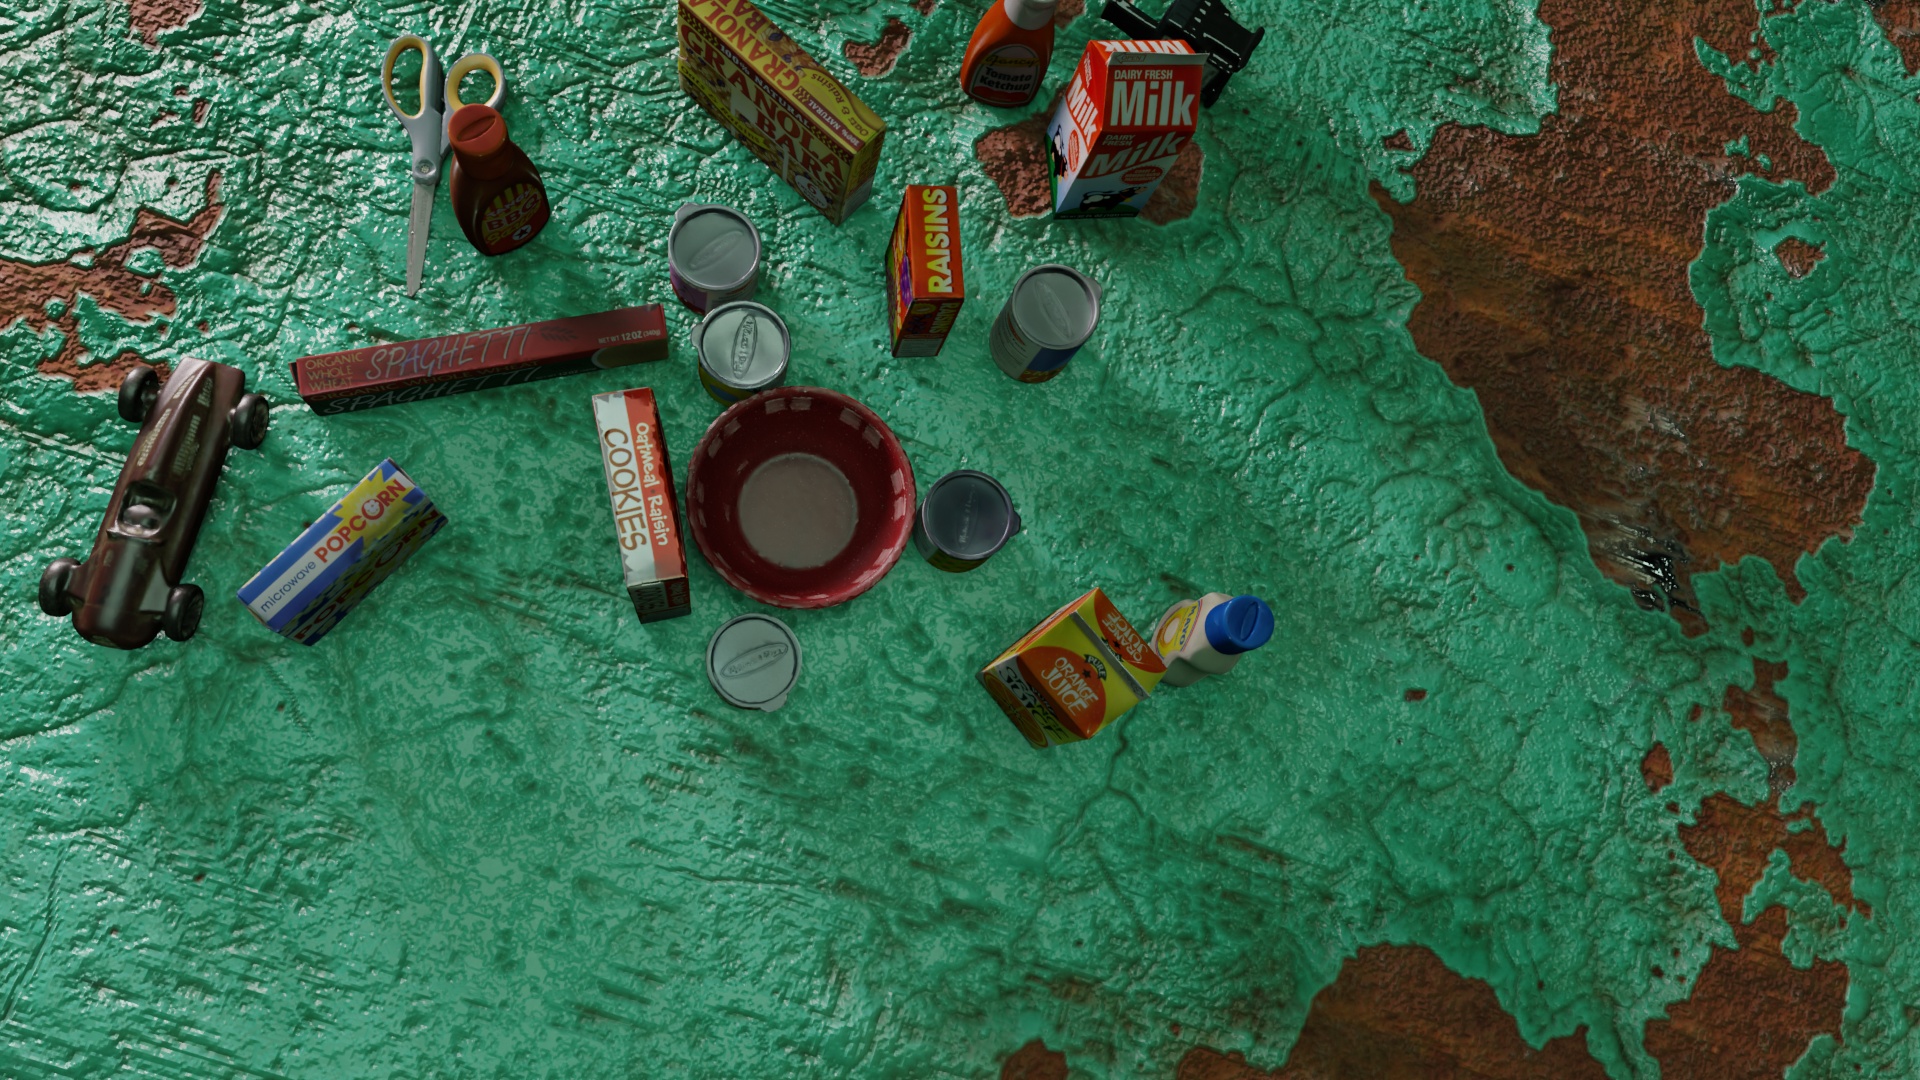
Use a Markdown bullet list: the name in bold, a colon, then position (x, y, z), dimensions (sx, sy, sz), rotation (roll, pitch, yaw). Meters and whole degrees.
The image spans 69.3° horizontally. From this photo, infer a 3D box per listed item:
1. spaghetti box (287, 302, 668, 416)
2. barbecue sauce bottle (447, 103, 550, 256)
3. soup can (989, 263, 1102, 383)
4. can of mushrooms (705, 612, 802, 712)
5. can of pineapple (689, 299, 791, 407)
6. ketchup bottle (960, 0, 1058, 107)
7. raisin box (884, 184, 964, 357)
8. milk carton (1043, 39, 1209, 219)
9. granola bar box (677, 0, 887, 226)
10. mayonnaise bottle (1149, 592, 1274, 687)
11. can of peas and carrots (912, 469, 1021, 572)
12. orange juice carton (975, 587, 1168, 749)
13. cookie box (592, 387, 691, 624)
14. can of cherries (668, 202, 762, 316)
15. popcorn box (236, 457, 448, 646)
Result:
- **spaghetti box**: position (-0.331, -0.127, 0.975), dimensions (0.250, 0.050, 0.029), rotation (-12, 81, -13)
- **barbecue sauce bottle**: position (-0.320, -0.248, 0.952), dimensions (0.065, 0.148, 0.043), rotation (-38, 88, -15)
- **soup can**: position (0.064, -0.162, 1.039), dimensions (0.071, 0.083, 0.071), rotation (2, 78, -10)
- **can of mushrooms**: position (-0.144, 0.088, 0.974), dimensions (0.071, 0.033, 0.071), rotation (2, 78, -10)
- **can of pineapple**: position (-0.159, -0.134, 1.005), dimensions (0.071, 0.057, 0.071), rotation (2, 78, -10)
- **ketchup bottle**: position (0.043, -0.382, 1.048), dimensions (0.065, 0.148, 0.043), rotation (6, 78, -9)
- **raisin box**: position (-0.028, -0.193, 1.008), dimensions (0.040, 0.123, 0.086), rotation (-1, 79, -11)
- **milk carton**: position (0.119, -0.310, 1.025), dimensions (0.072, 0.190, 0.073), rotation (-4, 80, -11)
- **granola bar box**: position (-0.134, -0.318, 1.014), dimensions (0.165, 0.124, 0.039), rotation (42, 75, 0)
- **mayonnaise bottle**: position (0.176, 0.066, 0.979), dimensions (0.041, 0.147, 0.065), rotation (24, 76, -5)
- **can of peas and carrots**: position (0.004, -0.013, 1.010), dimensions (0.071, 0.058, 0.071), rotation (2, 78, -10)
- **orange juice carton**: position (0.075, 0.087, 0.933), dimensions (0.073, 0.192, 0.072), rotation (-39, 88, -15)
- **cookie box**: position (-0.207, -0.018, 0.915), dimensions (0.040, 0.167, 0.123), rotation (-11, 81, -12)
- **can of cherries**: position (-0.181, -0.206, 1.016), dimensions (0.071, 0.058, 0.071), rotation (2, 78, -10)
- **popcorn box**: position (-0.404, 0.010, 0.915), dimensions (0.038, 0.085, 0.127), rotation (43, 74, 0)
